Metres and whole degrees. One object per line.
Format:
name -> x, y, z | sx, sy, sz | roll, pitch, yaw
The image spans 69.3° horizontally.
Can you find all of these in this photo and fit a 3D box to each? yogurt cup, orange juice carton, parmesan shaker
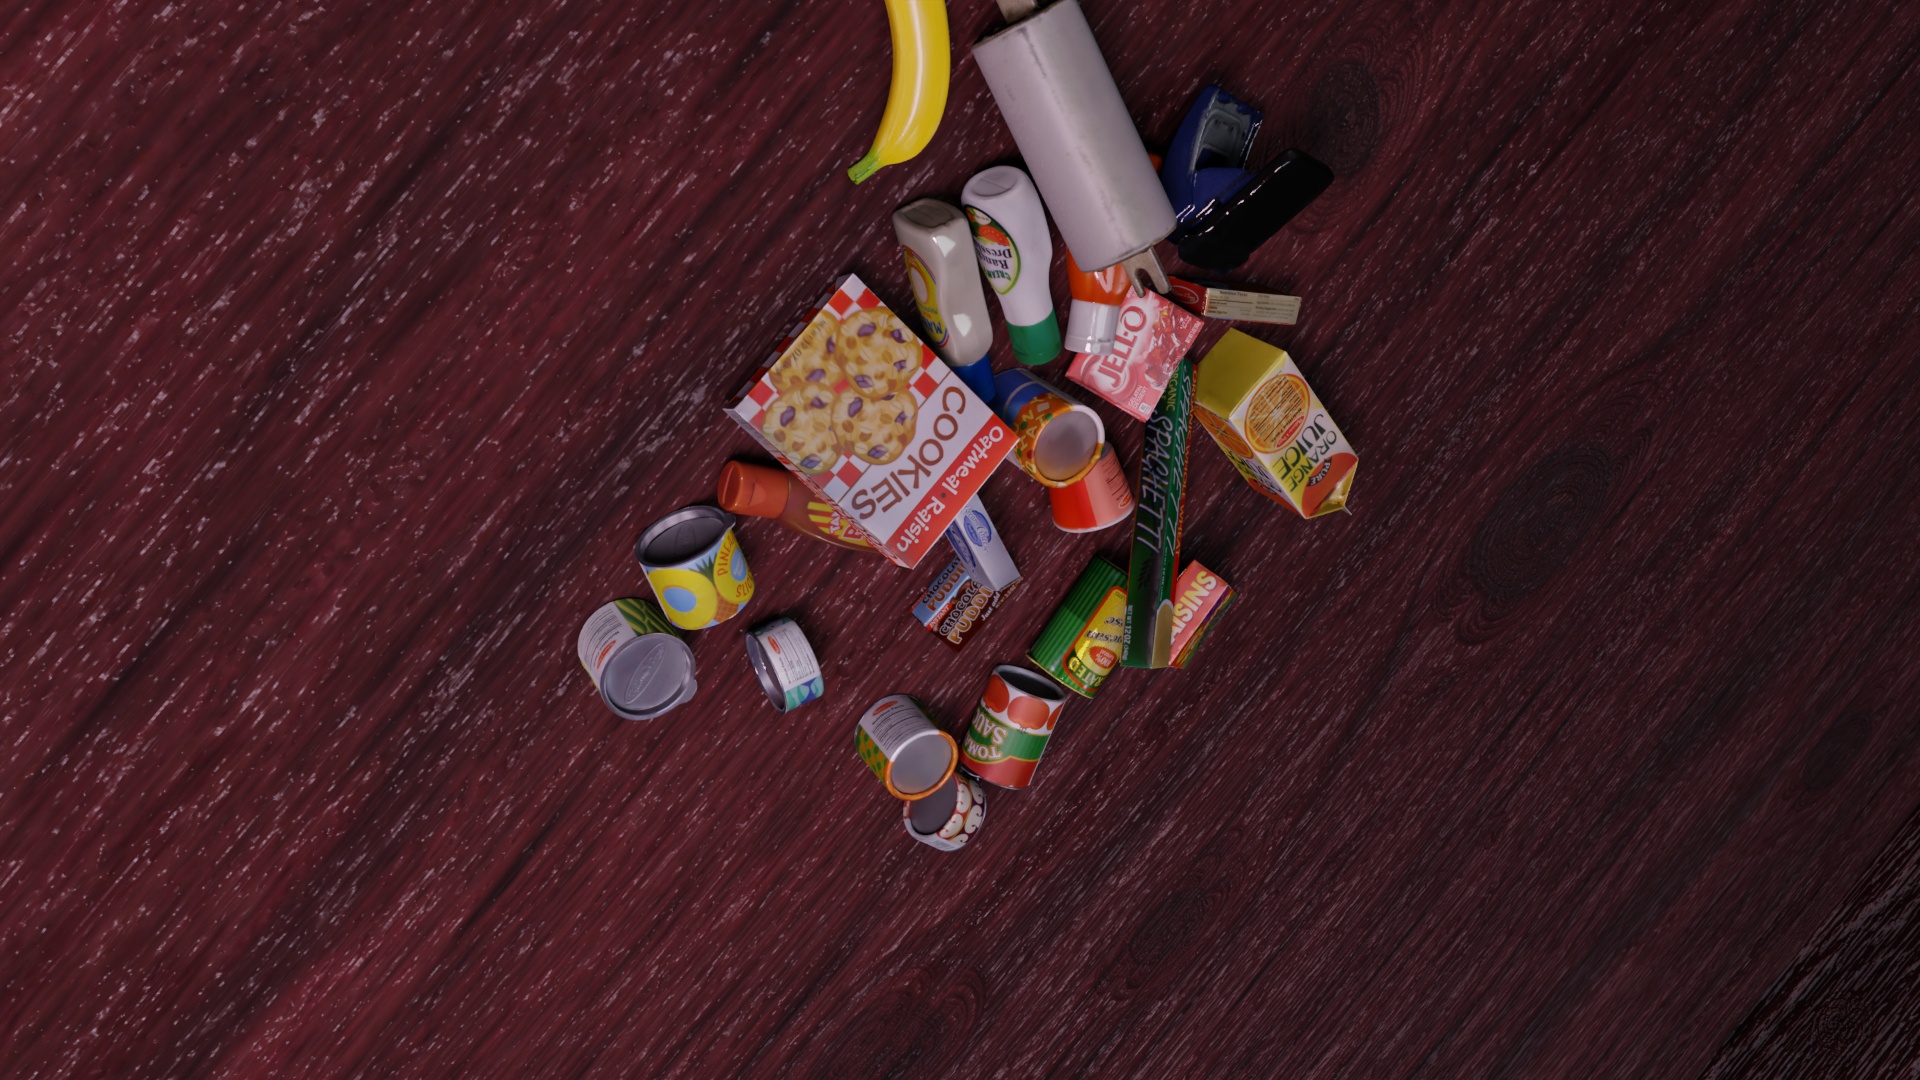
yogurt cup -> 0.099, -0.045, 1.096 | 0.072, 0.072, 0.053 | -28, 118, -18
orange juice carton -> 0.271, -0.086, 1.178 | 0.073, 0.072, 0.192 | -49, 129, -2
parmesan shaker -> 0.110, 0.070, 1.158 | 0.071, 0.071, 0.103 | 30, 95, -39

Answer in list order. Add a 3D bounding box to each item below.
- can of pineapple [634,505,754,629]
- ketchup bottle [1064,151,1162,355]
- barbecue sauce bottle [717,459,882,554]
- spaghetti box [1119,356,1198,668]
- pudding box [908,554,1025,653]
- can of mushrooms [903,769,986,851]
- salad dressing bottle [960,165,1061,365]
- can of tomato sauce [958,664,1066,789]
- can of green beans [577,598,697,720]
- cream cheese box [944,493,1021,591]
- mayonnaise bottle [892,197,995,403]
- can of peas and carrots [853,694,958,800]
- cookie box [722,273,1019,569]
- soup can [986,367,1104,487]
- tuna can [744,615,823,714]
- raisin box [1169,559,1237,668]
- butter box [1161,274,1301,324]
can of pineapple -> -0.178, 0.018, 0.946 | 0.071, 0.071, 0.057 | -30, 127, -16
ketchup bottle -> 0.105, -0.211, 1.014 | 0.065, 0.043, 0.148 | 1, 105, -30
barbecue sauce bottle -> -0.098, -0.029, 0.989 | 0.149, 0.044, 0.064 | 9, 103, -35
spaghetti box -> 0.157, -0.023, 1.100 | 0.050, 0.028, 0.250 | 8, 87, -66
pudding box -> 0.005, 0.042, 1.100 | 0.084, 0.030, 0.049 | -48, 128, -3
can of mushrooms -> -0.013, 0.220, 1.158 | 0.033, 0.071, 0.071 | 32, 95, -38
salad dressing bottle -> 0.041, -0.192, 0.987 | 0.044, 0.064, 0.147 | -41, 137, -21
can of tomato sauce -> 0.041, 0.154, 1.158 | 0.071, 0.071, 0.083 | 13, 105, -36
can of green beans -> -0.223, 0.081, 0.956 | 0.071, 0.058, 0.071 | -15, 120, -26
cream cheese box -> 0.004, -0.013, 1.037 | 0.024, 0.053, 0.103 | -33, 107, -15
mayonnaise bottle -> -0.006, -0.162, 0.971 | 0.041, 0.065, 0.147 | -29, 130, -18
can of peas and carrots -> -0.043, 0.168, 1.116 | 0.071, 0.059, 0.070 | -14, 121, -26
cookie box -> -0.058, -0.079, 0.952 | 0.167, 0.040, 0.123 | 43, 79, -20
soup can -> 0.056, -0.082, 1.035 | 0.071, 0.084, 0.071 | -15, 121, -26
tuna can -> -0.129, 0.091, 1.018 | 0.033, 0.071, 0.070 | -24, 124, -21
raisin box -> 0.194, 0.064, 1.188 | 0.086, 0.040, 0.123 | -54, 165, 4
butter box -> 0.215, -0.191, 1.102 | 0.104, 0.053, 0.024 | -2, 112, -33
